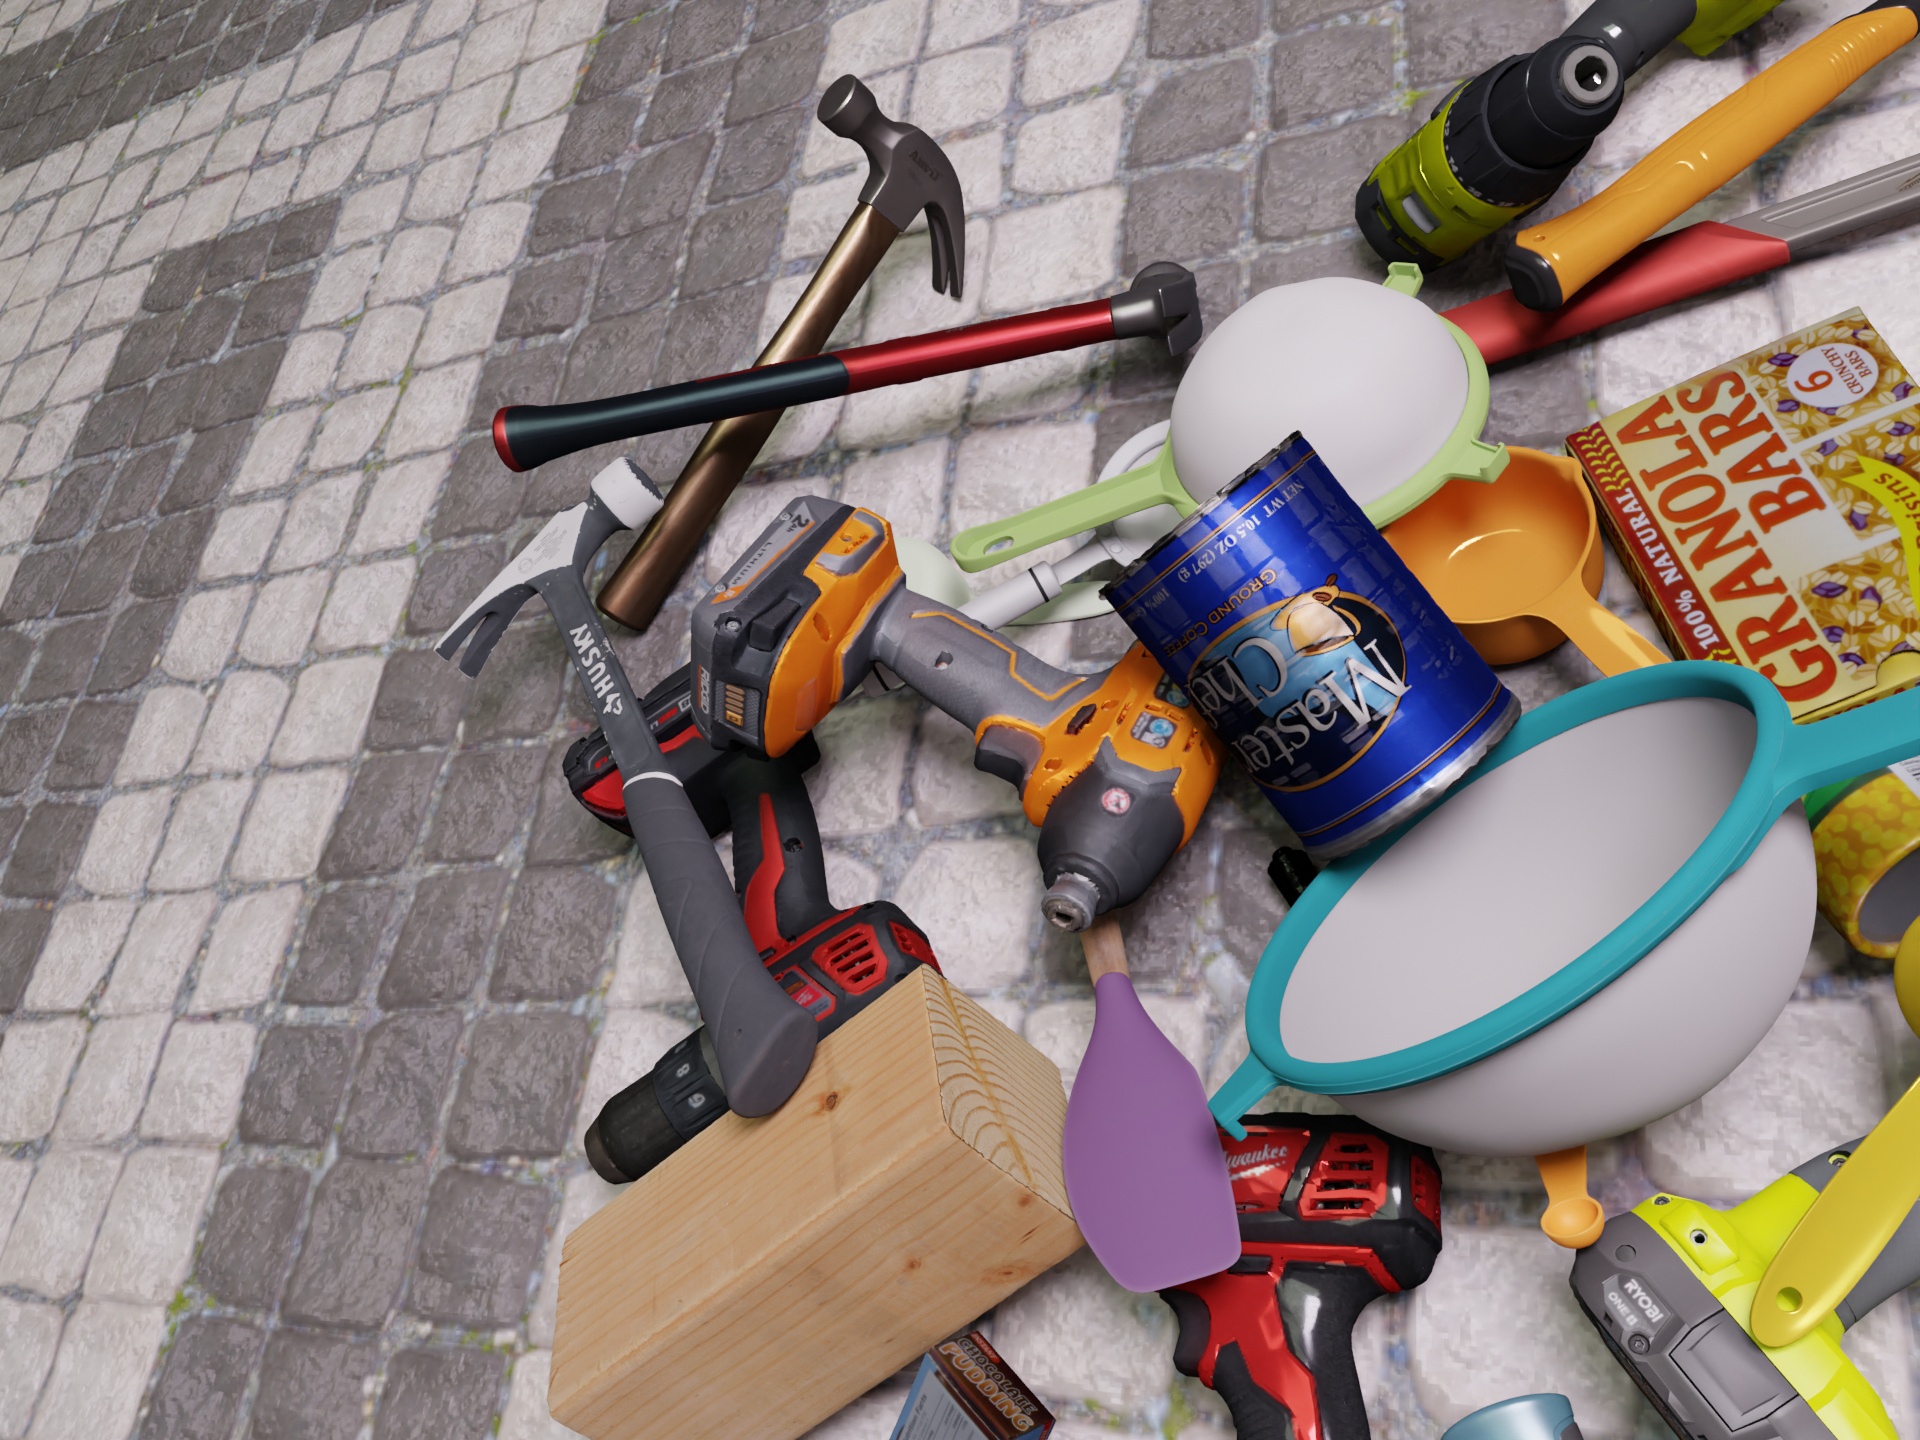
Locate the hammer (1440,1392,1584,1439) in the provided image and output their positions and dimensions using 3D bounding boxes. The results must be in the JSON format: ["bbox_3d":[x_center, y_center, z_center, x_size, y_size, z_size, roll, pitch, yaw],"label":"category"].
[{"bbox_3d":[0.263,0.331,0.441,0.128,0.033,0.331,-42,50,1],"label":"hammer"}]

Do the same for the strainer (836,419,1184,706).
[{"bbox_3d":[0.049,-0.072,0.780,0.258,0.050,0.087,-29,59,4],"label":"strainer"}]

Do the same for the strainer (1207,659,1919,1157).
[{"bbox_3d":[0.247,0.056,0.506,0.340,0.095,0.211,-32,11,45],"label":"strainer"}]

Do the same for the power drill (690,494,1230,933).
[{"bbox_3d":[-0.001,-0.002,0.688,0.226,0.084,0.164,22,46,12],"label":"power drill"}]

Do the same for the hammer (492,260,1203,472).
[{"bbox_3d":[-0.068,-0.179,0.830,0.386,0.038,0.143,-9,18,11],"label":"hammer"}]

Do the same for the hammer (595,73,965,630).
[{"bbox_3d":[-0.109,-0.195,0.928,0.331,0.130,0.031,-56,40,5],"label":"hammer"}]

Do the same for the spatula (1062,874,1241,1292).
[{"bbox_3d":[0.057,0.091,0.664,0.060,0.018,0.316,-19,40,9],"label":"spatula"}]

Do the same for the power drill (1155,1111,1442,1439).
[{"bbox_3d":[0.095,0.248,0.563,0.143,0.078,0.220,-6,57,27],"label":"power drill"}]

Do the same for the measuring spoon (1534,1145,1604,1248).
[{"bbox_3d":[0.209,0.147,0.551,0.021,0.011,0.117,-24,10,21],"label":"measuring spoon"}]

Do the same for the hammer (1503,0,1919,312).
[{"bbox_3d":[0.382,-0.282,0.686,0.337,0.034,0.127,-36,34,-1],"label":"hammer"}]

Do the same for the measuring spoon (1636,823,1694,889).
[{"bbox_3d":[0.315,0.029,0.597,0.124,0.018,0.034,-26,53,14],"label":"measuring spoon"}]

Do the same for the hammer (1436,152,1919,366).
[{"bbox_3d":[0.315,-0.195,0.712,0.359,0.036,0.149,-16,50,22],"label":"hammer"}]

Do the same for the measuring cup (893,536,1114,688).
[{"bbox_3d":[0.005,-0.064,0.819,0.167,0.038,0.083,-4,61,27],"label":"measuring cup"}]

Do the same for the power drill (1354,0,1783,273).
[{"bbox_3d":[0.295,-0.306,0.712,0.228,0.190,0.080,-42,94,-3],"label":"power drill"}]

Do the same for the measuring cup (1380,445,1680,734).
[{"bbox_3d":[0.249,-0.040,0.656,0.095,0.052,0.174,-39,53,5],"label":"measuring cup"}]

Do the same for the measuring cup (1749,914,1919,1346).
[{"bbox_3d":[0.278,0.117,0.470,0.062,0.029,0.156,36,90,8],"label":"measuring cup"}]

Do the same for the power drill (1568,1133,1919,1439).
[{"bbox_3d":[0.320,0.164,0.480,0.223,0.080,0.171,-37,50,2],"label":"power drill"}]

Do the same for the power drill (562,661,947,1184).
[{"bbox_3d":[-0.123,0.097,0.779,0.188,0.080,0.227,-34,54,9],"label":"power drill"}]

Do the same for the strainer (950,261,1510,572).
[{"bbox_3d":[0.104,-0.134,0.719,0.256,0.069,0.152,-20,47,15],"label":"strainer"}]

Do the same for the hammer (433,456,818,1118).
[{"bbox_3d":[-0.156,0.023,0.751,0.149,0.036,0.409,-40,45,5],"label":"hammer"}]
